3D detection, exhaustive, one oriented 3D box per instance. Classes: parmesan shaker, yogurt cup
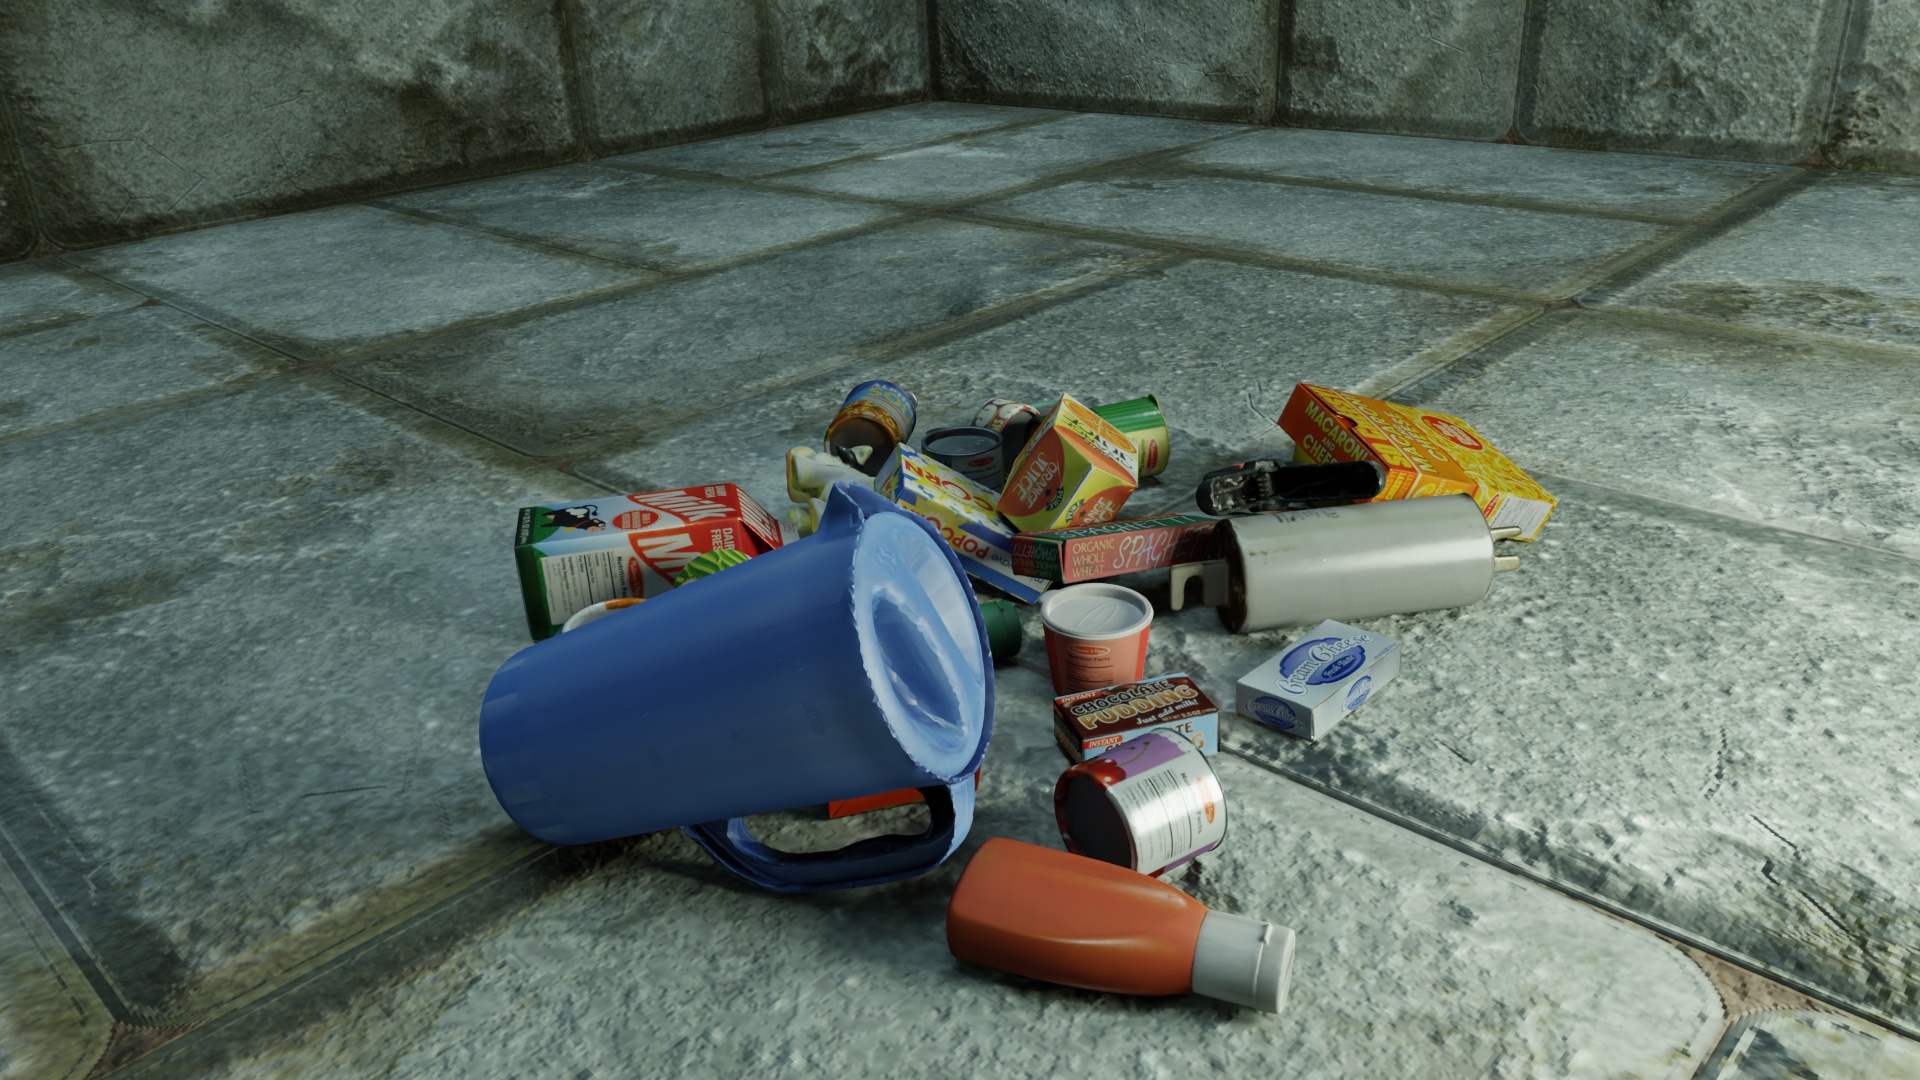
[{"bbox_3d":[0.111,-0.080,1.141,0.103,0.071,0.071,-11,26,-18],"label":"parmesan shaker"},{"bbox_3d":[0.083,0.065,0.848,0.072,0.053,0.073,-2,24,1],"label":"yogurt cup"}]

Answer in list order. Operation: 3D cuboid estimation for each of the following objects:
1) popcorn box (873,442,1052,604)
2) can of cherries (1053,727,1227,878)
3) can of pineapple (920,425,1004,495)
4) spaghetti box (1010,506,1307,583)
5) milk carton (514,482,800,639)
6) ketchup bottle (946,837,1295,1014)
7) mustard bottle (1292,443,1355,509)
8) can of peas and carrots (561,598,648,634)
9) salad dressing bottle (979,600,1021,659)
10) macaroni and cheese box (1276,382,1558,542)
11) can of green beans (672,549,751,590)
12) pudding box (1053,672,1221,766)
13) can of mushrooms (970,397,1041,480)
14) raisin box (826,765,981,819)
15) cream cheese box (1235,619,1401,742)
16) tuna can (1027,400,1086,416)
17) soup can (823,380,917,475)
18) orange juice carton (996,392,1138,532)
[{"bbox_3d":[0.003,-0.012,0.974,0.127,0.038,0.085,26,20,-16],"label":"popcorn box"},{"bbox_3d":[0.087,0.134,0.686,0.058,0.071,0.071,-19,29,-29],"label":"can of cherries"},{"bbox_3d":[0.002,-0.055,1.114,0.071,0.057,0.071,-2,24,1],"label":"can of pineapple"},{"bbox_3d":[0.141,-0.001,0.947,0.251,0.028,0.050,-7,10,-40],"label":"spaghetti box"},{"bbox_3d":[-0.208,0.010,0.976,0.191,0.073,0.072,-7,24,-11],"label":"milk carton"},{"bbox_3d":[0.072,0.174,0.621,0.149,0.043,0.065,8,27,22],"label":"ketchup bottle"},{"bbox_3d":[0.301,-0.041,1.062,0.065,0.048,0.161,-1,25,-3],"label":"mustard bottle"},{"bbox_3d":[-0.204,0.075,0.850,0.071,0.058,0.071,-3,25,1],"label":"can of peas and carrots"},{"bbox_3d":[-0.036,0.067,0.869,0.148,0.043,0.064,-10,29,-17],"label":"salad dressing bottle"},{"bbox_3d":[0.332,-0.059,1.015,0.167,0.040,0.124,8,31,-27],"label":"macaroni and cheese box"},{"bbox_3d":[-0.149,0.045,0.900,0.071,0.071,0.058,-14,26,-22],"label":"can of green beans"},{"bbox_3d":[0.100,0.105,0.787,0.084,0.030,0.050,-9,24,-14],"label":"pudding box"},{"bbox_3d":[0.037,-0.084,1.163,0.033,0.070,0.071,20,33,38],"label":"can of mushrooms"},{"bbox_3d":[-0.045,0.088,0.780,0.086,0.039,0.124,-9,45,-12],"label":"raisin box"},{"bbox_3d":[0.215,0.082,0.831,0.053,0.024,0.104,18,31,41],"label":"cream cheese box"},{"bbox_3d":[0.084,-0.100,1.233,0.071,0.032,0.071,-3,25,1],"label":"tuna can"},{"bbox_3d":[-0.075,-0.096,1.198,0.071,0.071,0.084,1,25,8],"label":"soup can"},{"bbox_3d":[0.078,-0.044,0.999,0.073,0.071,0.193,35,16,-3],"label":"orange juice carton"}]
